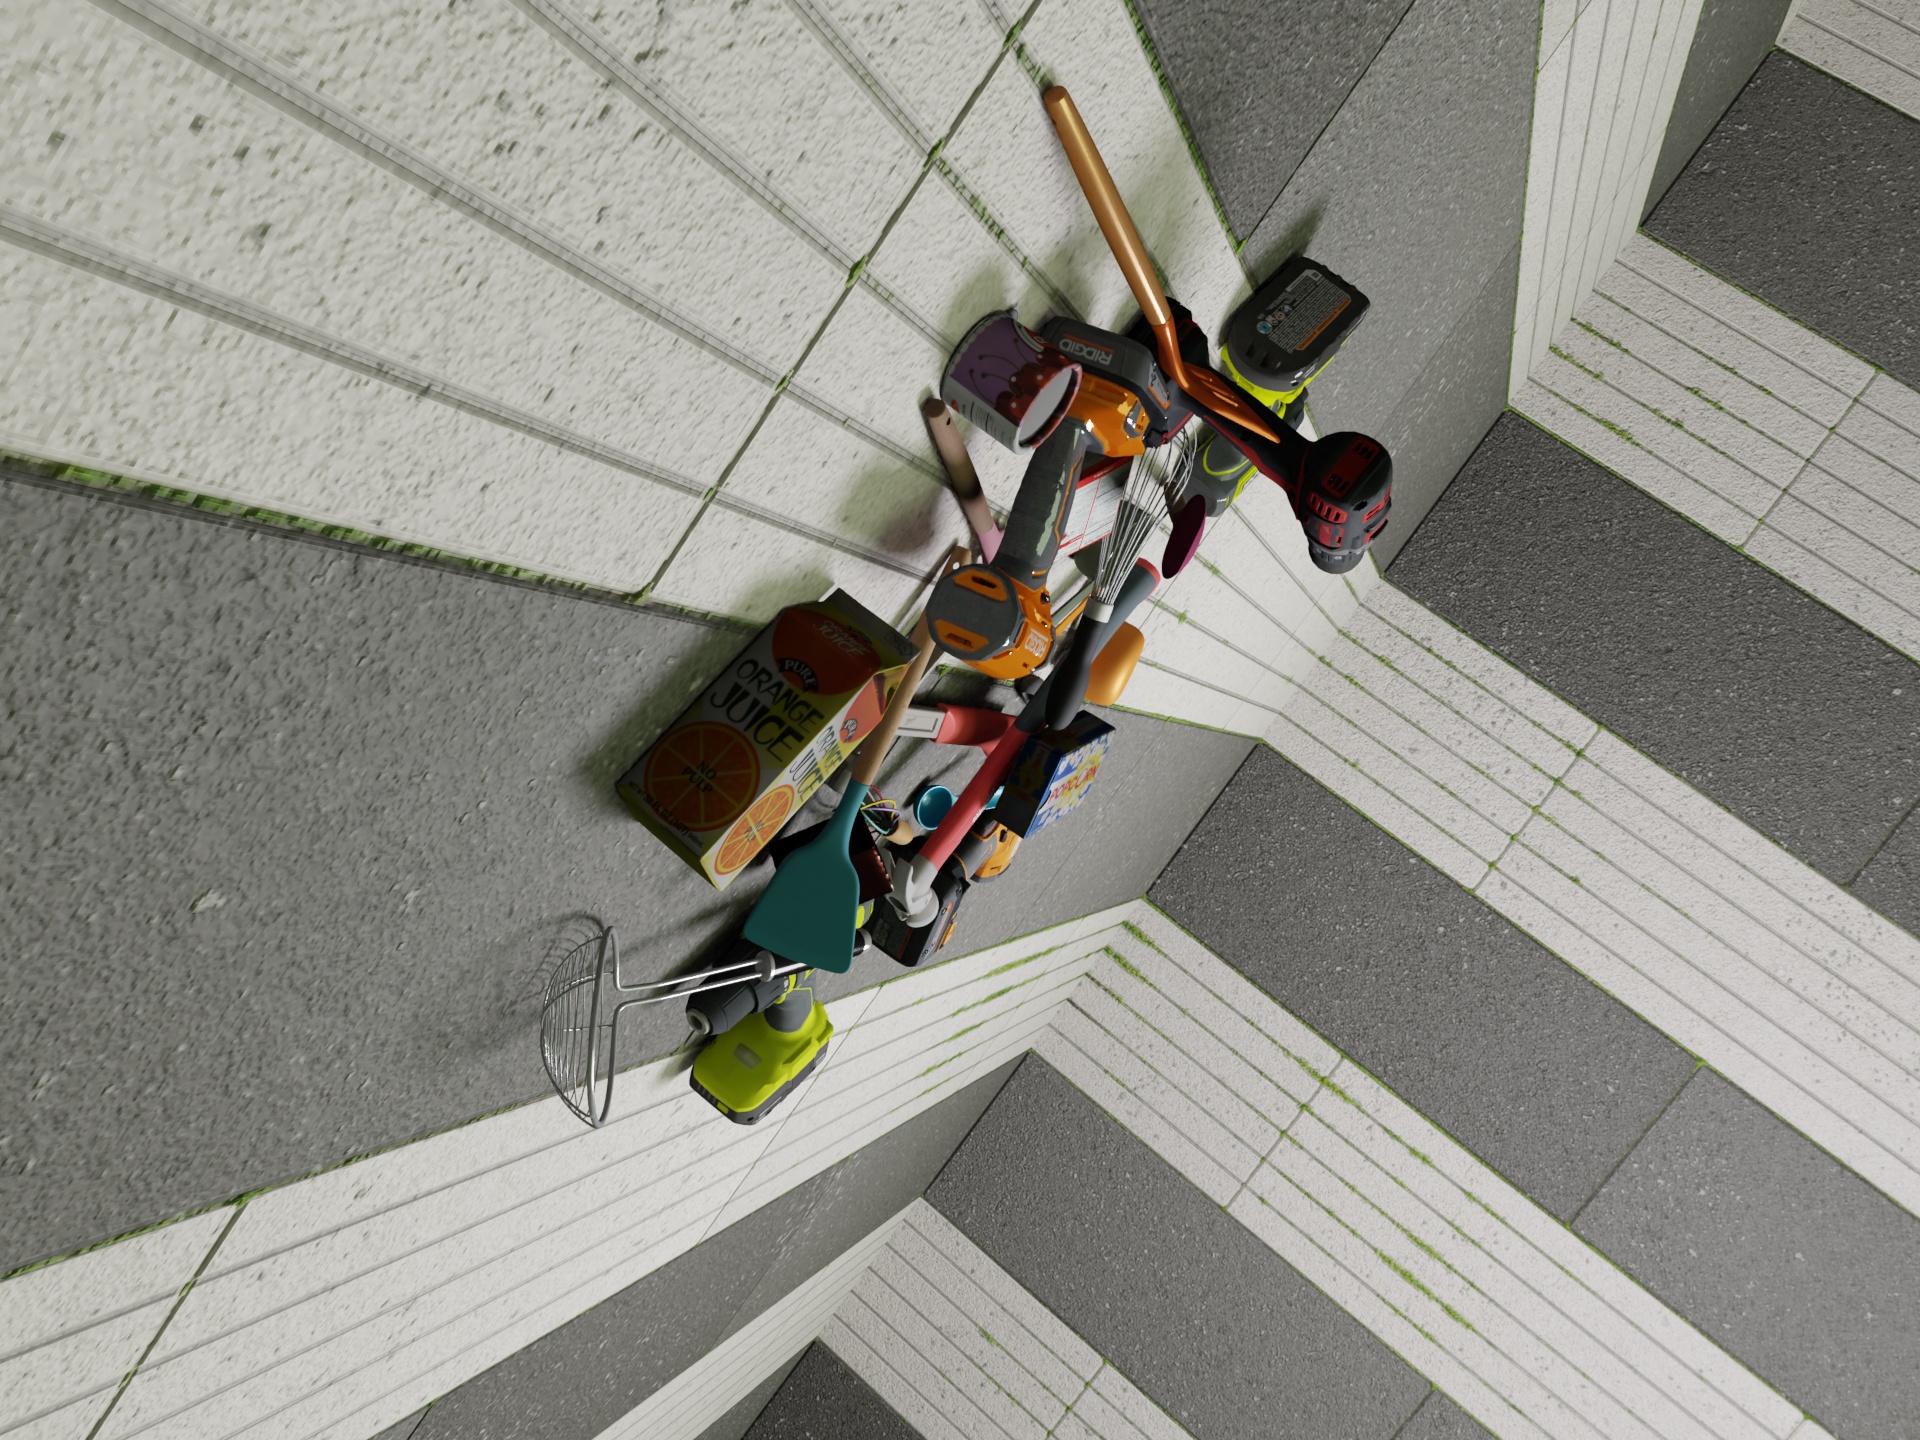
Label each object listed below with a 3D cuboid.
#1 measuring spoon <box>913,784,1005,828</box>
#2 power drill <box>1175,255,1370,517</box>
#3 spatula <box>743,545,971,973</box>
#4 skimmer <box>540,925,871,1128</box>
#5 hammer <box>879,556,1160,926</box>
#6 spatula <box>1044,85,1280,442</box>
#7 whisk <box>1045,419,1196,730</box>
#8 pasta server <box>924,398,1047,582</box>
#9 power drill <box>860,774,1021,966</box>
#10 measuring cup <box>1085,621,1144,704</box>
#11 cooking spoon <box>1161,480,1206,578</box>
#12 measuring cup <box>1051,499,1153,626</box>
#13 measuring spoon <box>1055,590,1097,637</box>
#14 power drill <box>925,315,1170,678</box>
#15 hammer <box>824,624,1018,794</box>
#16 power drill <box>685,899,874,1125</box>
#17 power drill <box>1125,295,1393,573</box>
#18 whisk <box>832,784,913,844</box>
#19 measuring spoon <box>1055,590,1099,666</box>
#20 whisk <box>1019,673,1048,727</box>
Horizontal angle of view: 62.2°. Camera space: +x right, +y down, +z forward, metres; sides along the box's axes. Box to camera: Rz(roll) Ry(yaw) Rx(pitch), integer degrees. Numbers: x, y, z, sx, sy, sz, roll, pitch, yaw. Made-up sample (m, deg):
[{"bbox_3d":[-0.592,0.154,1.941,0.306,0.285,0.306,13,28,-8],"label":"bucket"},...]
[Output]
[{"bbox_3d":[0.004,0.073,1.482,0.128,0.021,0.042,-7,110,-40],"label":"measuring spoon"},{"bbox_3d":[0.280,-0.299,1.427,0.171,0.080,0.223,-45,167,-22],"label":"power drill"},{"bbox_3d":[-0.059,0.023,1.140,0.044,0.082,0.317,-128,-119,-79],"label":"spatula"},{"bbox_3d":[-0.158,0.190,1.129,0.363,0.090,0.127,-4,98,-56],"label":"skimmer"},{"bbox_3d":[0.056,0.001,1.377,0.386,0.038,0.143,-53,162,-17],"label":"hammer"},{"bbox_3d":[0.119,-0.265,0.957,0.041,0.081,0.322,-38,145,4],"label":"spatula"},{"bbox_3d":[0.123,-0.122,1.306,0.070,0.070,0.284,-15,128,-65],"label":"whisk"},{"bbox_3d":[0.018,-0.143,1.090,0.316,0.040,0.060,56,55,-72],"label":"pasta server"},{"bbox_3d":[0.007,0.118,1.557,0.226,0.084,0.185,-39,158,-50],"label":"power drill"},{"bbox_3d":[0.138,-0.051,1.534,0.095,0.052,0.173,-66,174,15],"label":"measuring cup"},{"bbox_3d":[0.183,-0.171,1.324,0.319,0.017,0.068,-75,-170,-73],"label":"cooking spoon"},{"bbox_3d":[0.100,-0.126,1.360,0.167,0.038,0.083,-44,162,-21],"label":"measuring cup"},{"bbox_3d":[0.087,-0.086,1.465,0.117,0.011,0.021,-46,163,-11],"label":"measuring spoon"},{"bbox_3d":[0.060,-0.135,1.063,0.226,0.084,0.164,-67,163,0],"label":"power drill"},{"bbox_3d":[-0.002,-0.004,1.338,0.149,0.037,0.359,-55,164,9],"label":"hammer"},{"bbox_3d":[-0.165,0.240,1.339,0.190,0.080,0.228,-40,157,-40],"label":"power drill"},{"bbox_3d":[0.218,-0.197,1.181,0.080,0.227,0.187,-51,164,-4],"label":"power drill"},{"bbox_3d":[-0.070,0.086,1.337,0.047,0.051,0.245,-53,170,-3],"label":"whisk"},{"bbox_3d":[0.113,-0.092,1.519,0.034,0.018,0.124,-53,164,-53],"label":"measuring spoon"},{"bbox_3d":[0.091,-0.005,1.583,0.055,0.055,0.238,-51,161,-4],"label":"whisk"}]
